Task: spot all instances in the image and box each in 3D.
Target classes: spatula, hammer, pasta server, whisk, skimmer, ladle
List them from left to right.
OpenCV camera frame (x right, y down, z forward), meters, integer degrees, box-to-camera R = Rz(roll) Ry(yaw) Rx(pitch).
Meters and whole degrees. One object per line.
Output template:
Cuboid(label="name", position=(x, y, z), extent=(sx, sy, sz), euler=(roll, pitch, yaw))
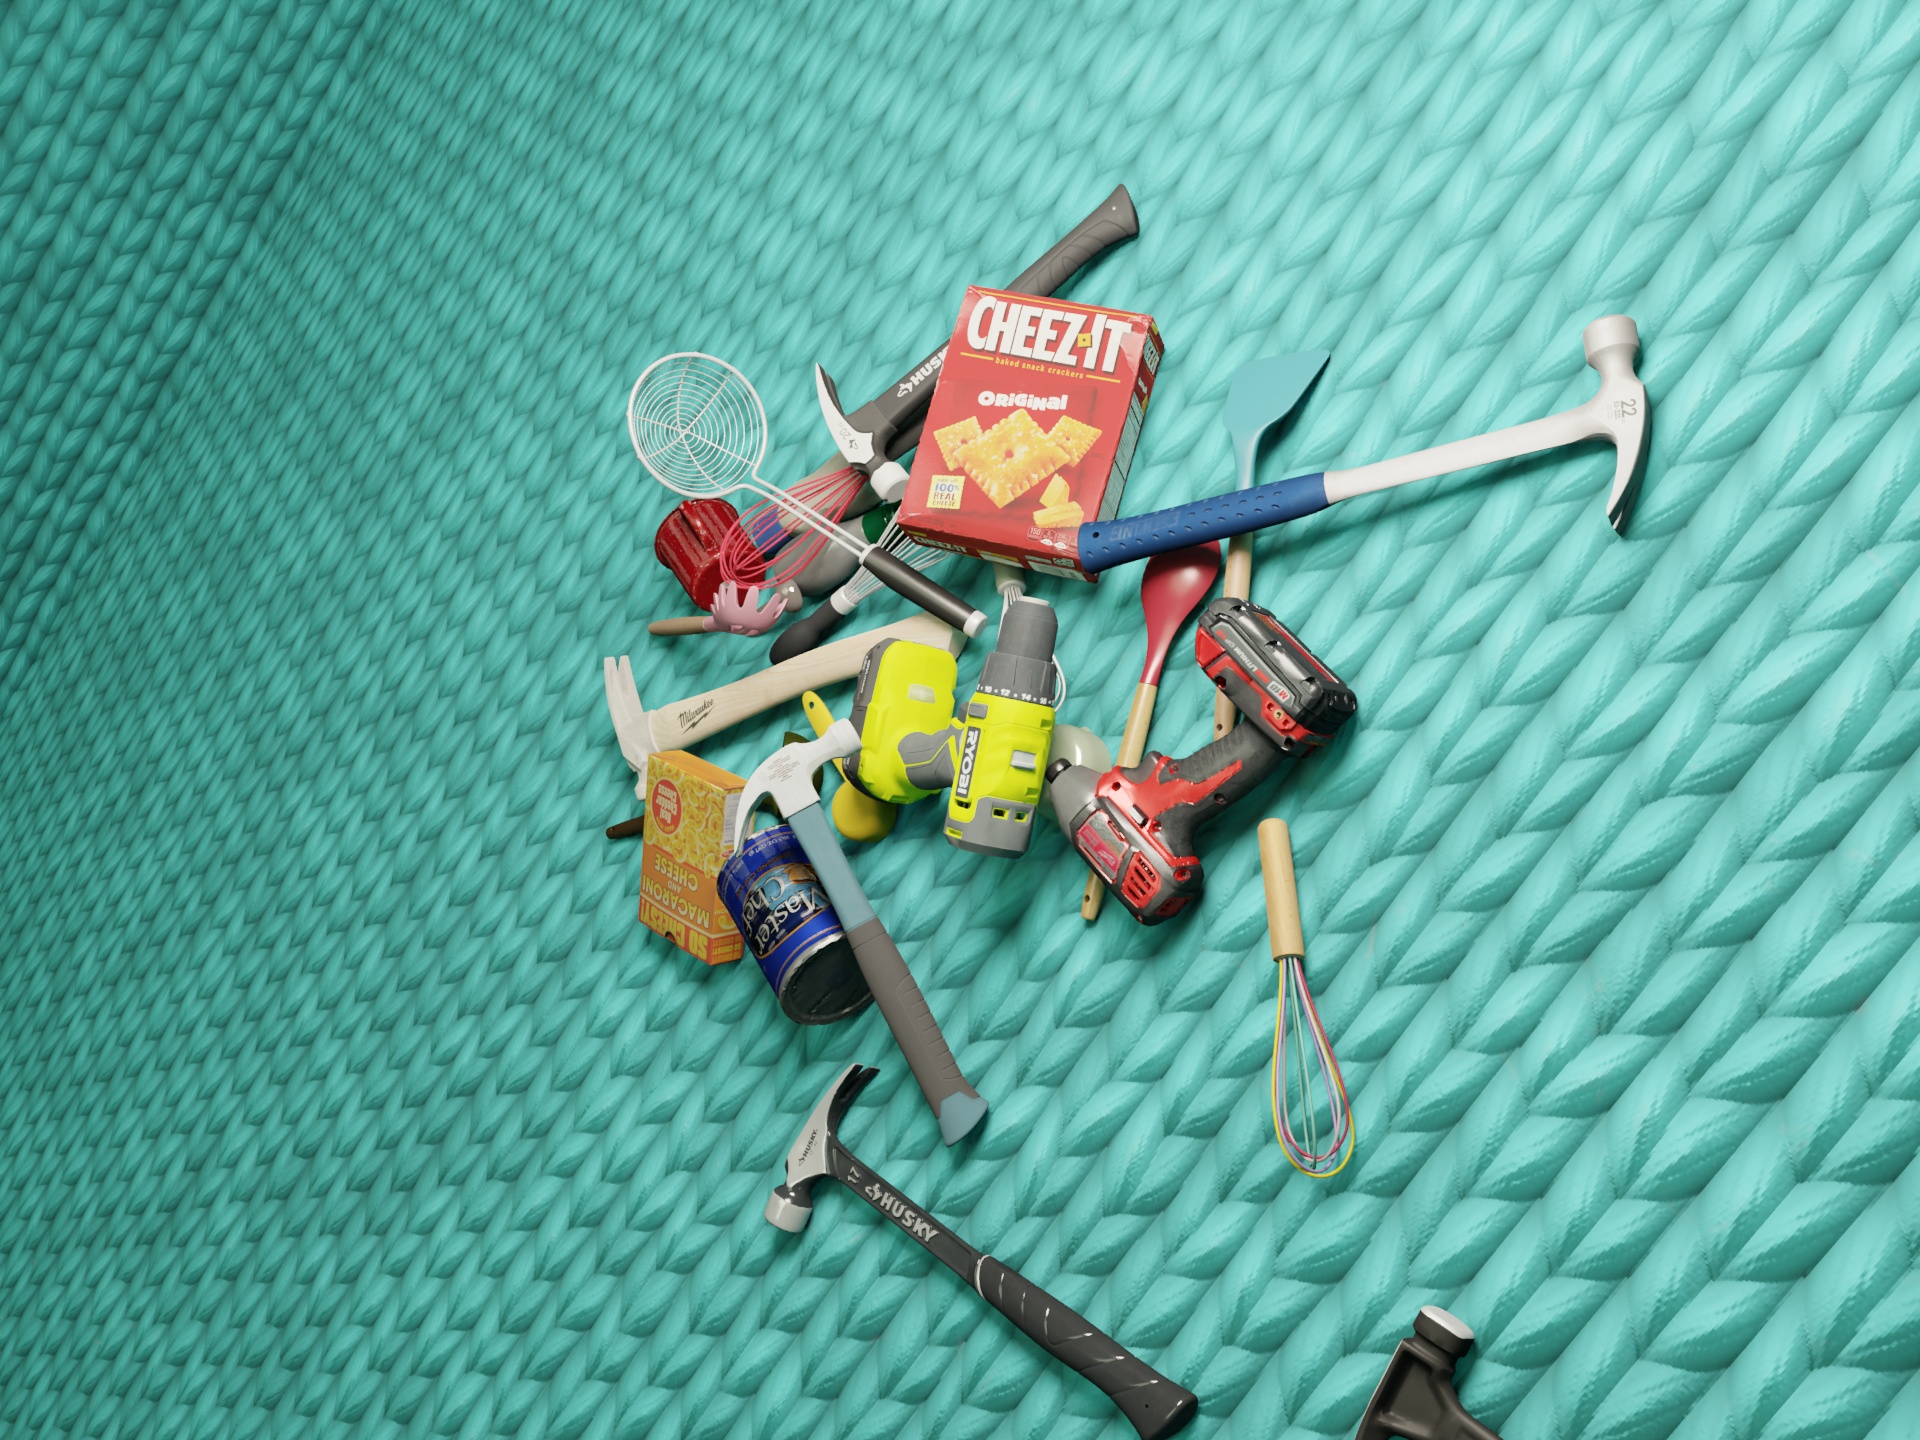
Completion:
Cuboid(label="ladle", position=(-0.245, 0.076, 1.501), extent=(0.320, 0.062, 0.078), euler=(-16, 61, 40))
Cuboid(label="pasta server", position=(-0.246, -0.099, 1.525), extent=(0.316, 0.060, 0.040), euler=(3, 78, 63))
Cuboid(label="hammer", position=(-0.169, -0.042, 1.466), extent=(0.410, 0.038, 0.146), euler=(-18, 87, 33))
Cuboid(label="skimmer", position=(-0.127, -0.187, 1.350), extent=(0.363, 0.090, 0.127), euler=(34, 66, 19))
Cuboid(label="whisk", position=(-0.097, -0.218, 1.438), extent=(0.296, 0.073, 0.073), euler=(-39, 48, -3))
Cuboid(label="whisk", position=(-0.083, -0.125, 1.434), extent=(0.284, 0.070, 0.070), euler=(-37, 52, 34))
Cuboid(label="hammer", position=(-0.069, 0.170, 1.229), extent=(0.128, 0.033, 0.331), euler=(-27, 80, -6))
Cuboid(label="hammer", position=(0.009, 0.393, 1.166), extent=(0.409, 0.036, 0.149), euler=(22, 88, 44))
Cuboid(label="hammer", position=(0.020, -0.347, 1.389), extent=(0.335, 0.035, 0.146), euler=(-40, 66, 6))
Cuboid(label="whisk", position=(0.045, -0.103, 1.324), extent=(0.059, 0.057, 0.247), euler=(-9, 60, 2))
Cuboid(label="ladle", position=(0.136, -0.002, 1.213), extent=(0.069, 0.031, 0.315), euler=(9, 81, 47))
Cuboid(label="spatula", position=(0.218, -0.133, 1.194), extent=(0.082, 0.044, 0.317), euler=(0, 78, 41))
Cuboid(label="whisk", position=(0.224, 0.180, 1.058), extent=(0.047, 0.051, 0.245), euler=(-10, 61, 16))
Cuboid(label="hammer", position=(0.268, -0.160, 1.116), extent=(0.405, 0.035, 0.144), euler=(-12, 67, 30))
Cuboid(label="hammer", position=(0.357, 0.457, 0.830), extent=(0.337, 0.034, 0.127), euler=(27, 92, 44))

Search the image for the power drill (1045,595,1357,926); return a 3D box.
Cuboid(label="power drill", position=(0.160, 0.024, 1.131), extent=(0.219, 0.078, 0.143), euler=(-51, 63, 19))

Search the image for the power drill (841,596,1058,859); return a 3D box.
Cuboid(label="power drill", position=(-0.002, -0.004, 1.245), extent=(0.229, 0.080, 0.190), euler=(11, 90, 61))

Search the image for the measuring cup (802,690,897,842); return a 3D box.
Cuboid(label="measuring cup", position=(-0.108, 0.037, 1.387), extent=(0.062, 0.029, 0.157), euler=(-41, 66, 24))

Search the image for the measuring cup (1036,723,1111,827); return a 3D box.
Cuboid(label="measuring cup", position=(0.044, 0.034, 1.270), extent=(0.168, 0.038, 0.083), euler=(10, 81, 41))

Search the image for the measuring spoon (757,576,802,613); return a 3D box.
Cuboid(label="measuring spoon", position=(-0.185, -0.102, 1.515), extent=(0.124, 0.018, 0.034), euler=(-28, 87, 55))
